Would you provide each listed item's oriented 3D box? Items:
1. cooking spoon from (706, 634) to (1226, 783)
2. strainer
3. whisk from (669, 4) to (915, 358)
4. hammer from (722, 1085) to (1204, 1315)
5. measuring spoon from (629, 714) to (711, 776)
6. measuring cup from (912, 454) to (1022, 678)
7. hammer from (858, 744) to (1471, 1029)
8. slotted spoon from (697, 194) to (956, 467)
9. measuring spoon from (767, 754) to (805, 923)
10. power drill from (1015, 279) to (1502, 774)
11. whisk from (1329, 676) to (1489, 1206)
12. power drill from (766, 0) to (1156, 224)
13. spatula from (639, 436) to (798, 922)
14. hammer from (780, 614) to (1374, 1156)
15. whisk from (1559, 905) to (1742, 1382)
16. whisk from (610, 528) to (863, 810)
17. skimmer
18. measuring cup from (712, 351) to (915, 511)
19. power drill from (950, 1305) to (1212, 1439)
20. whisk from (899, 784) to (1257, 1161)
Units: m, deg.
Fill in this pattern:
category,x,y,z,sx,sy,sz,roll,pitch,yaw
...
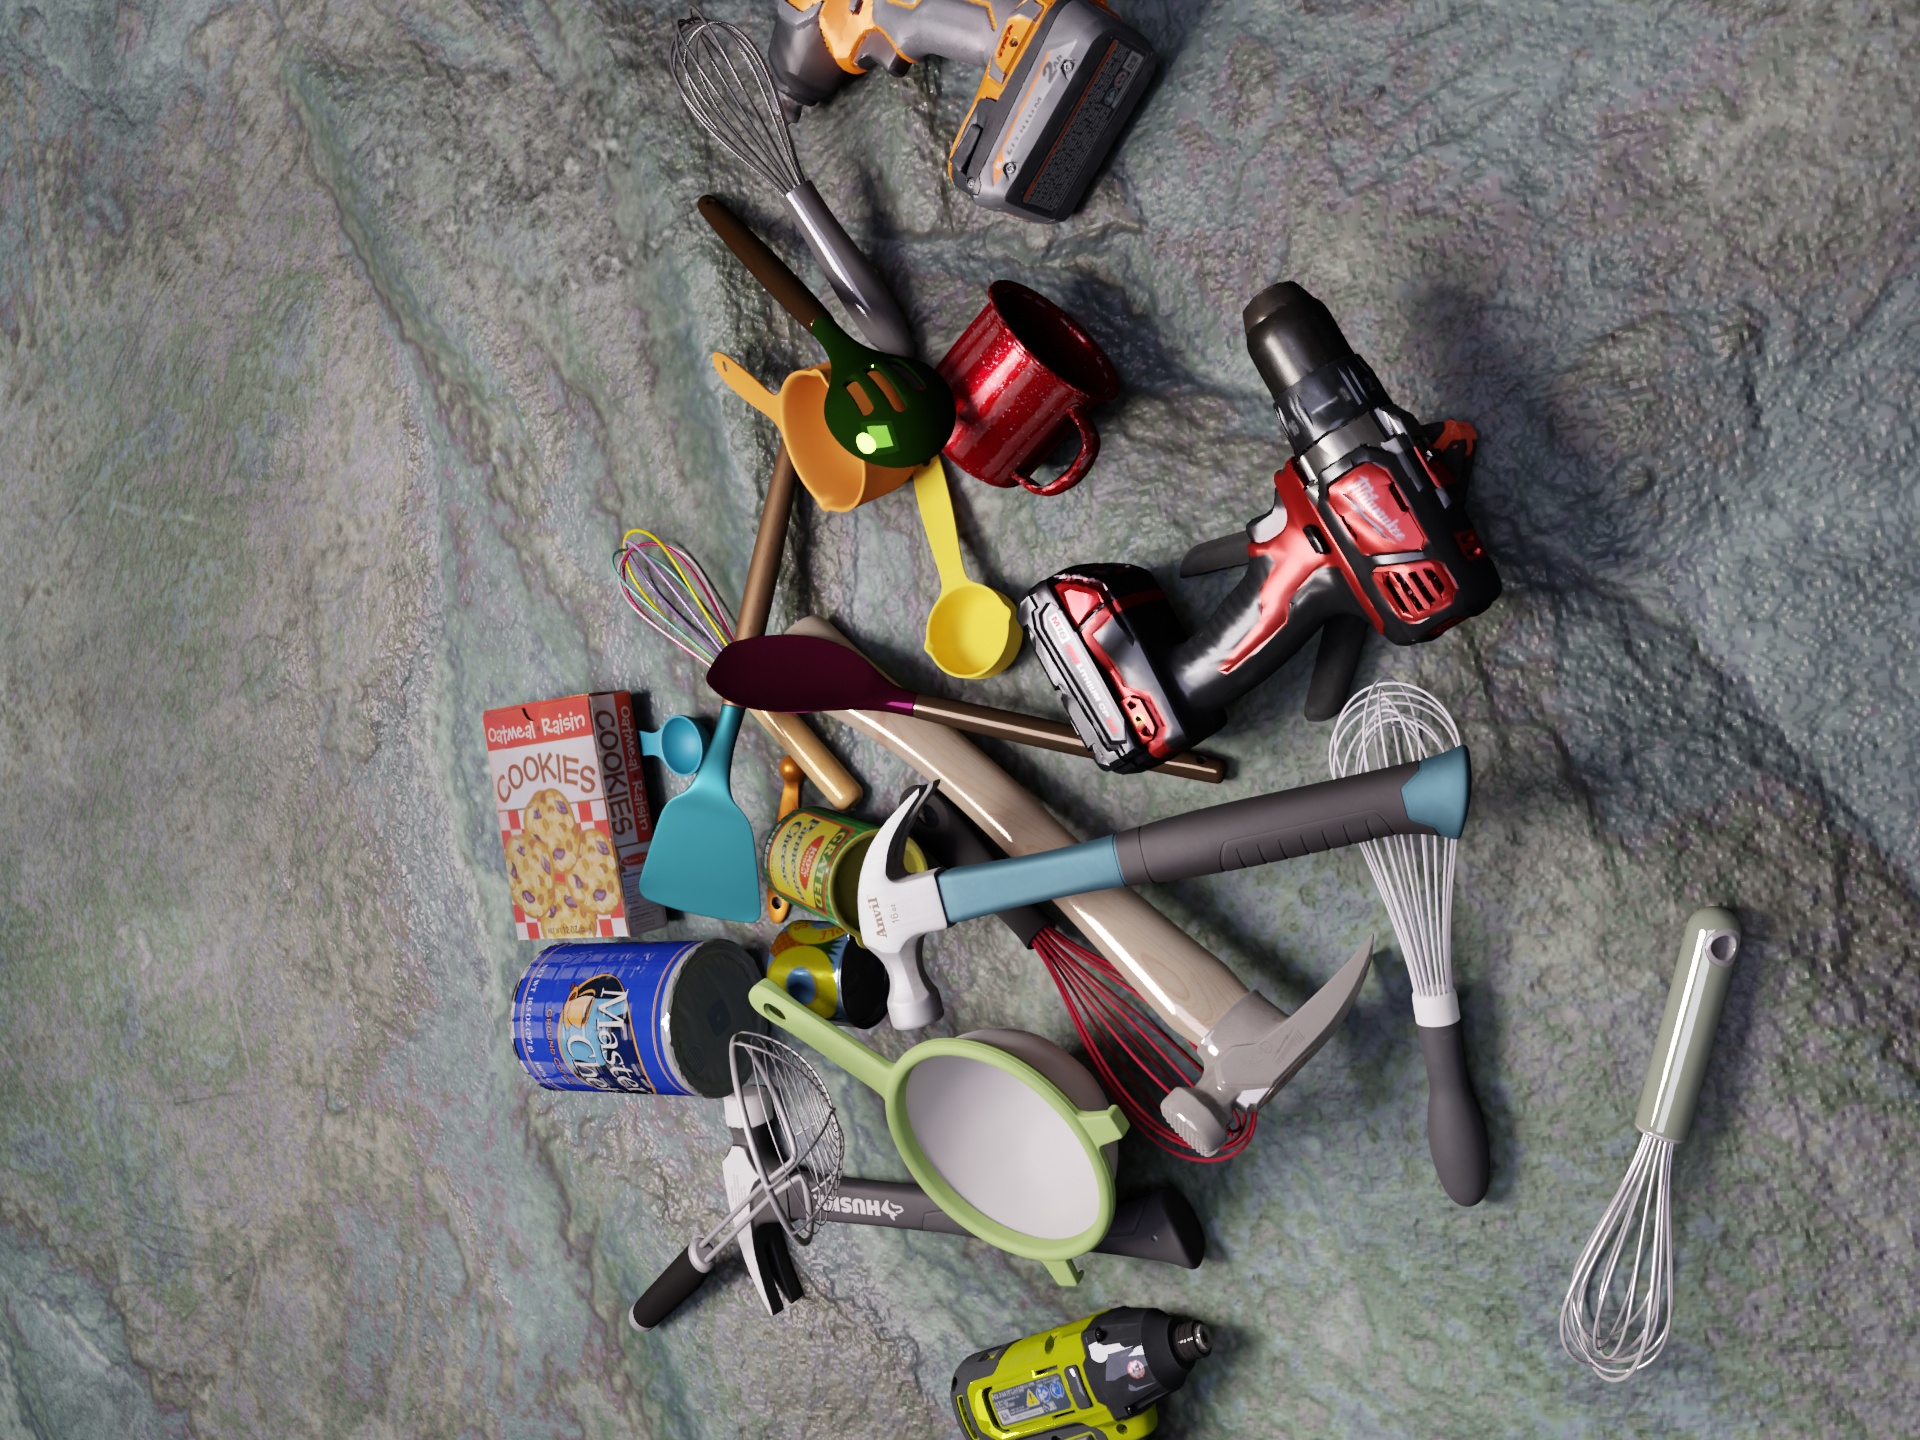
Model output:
category,x,y,z,sx,sy,sz,roll,pitch,yaw
cooking spoon,-0.001,-0.003,0.936,0.319,0.069,0.017,12,137,16
strainer,-0.008,0.208,0.937,0.256,0.069,0.151,27,130,23
whisk,-0.096,-0.315,0.947,0.055,0.055,0.239,-28,102,29
hammer,-0.007,0.313,1.000,0.335,0.035,0.146,-4,92,30
measuring spoon,-0.216,0.014,1.104,0.129,0.021,0.042,3,99,39
measuring cup,-0.001,-0.099,0.965,0.062,0.029,0.157,-22,72,28
hammer,0.097,0.070,0.816,0.331,0.033,0.128,-14,92,21
slotted spoon,-0.094,-0.243,0.935,0.070,0.031,0.314,-28,49,-11
measuring spoon,-0.118,0.079,1.052,0.021,0.011,0.117,13,101,28
power drill,0.138,-0.092,0.813,0.226,0.080,0.188,-33,81,35
whisk,0.241,0.117,0.825,0.070,0.070,0.284,-7,96,30
power drill,-0.017,-0.379,0.910,0.227,0.084,0.164,44,117,23
spatula,-0.137,-0.033,1.011,0.082,0.044,0.317,11,84,9
hammer,0.043,0.057,0.923,0.146,0.038,0.411,-42,62,-13
whisk,0.343,0.210,0.784,0.057,0.059,0.246,10,98,-8
whisk,-0.148,-0.036,1.041,0.245,0.051,0.047,47,110,14
skimmer,-0.169,0.321,1.014,0.363,0.090,0.127,-52,48,40
measuring cup,-0.090,-0.197,0.982,0.174,0.052,0.095,41,144,37
power drill,0.106,0.462,0.928,0.171,0.080,0.223,-30,77,29
whisk,0.061,0.139,0.931,0.296,0.073,0.073,45,115,25
